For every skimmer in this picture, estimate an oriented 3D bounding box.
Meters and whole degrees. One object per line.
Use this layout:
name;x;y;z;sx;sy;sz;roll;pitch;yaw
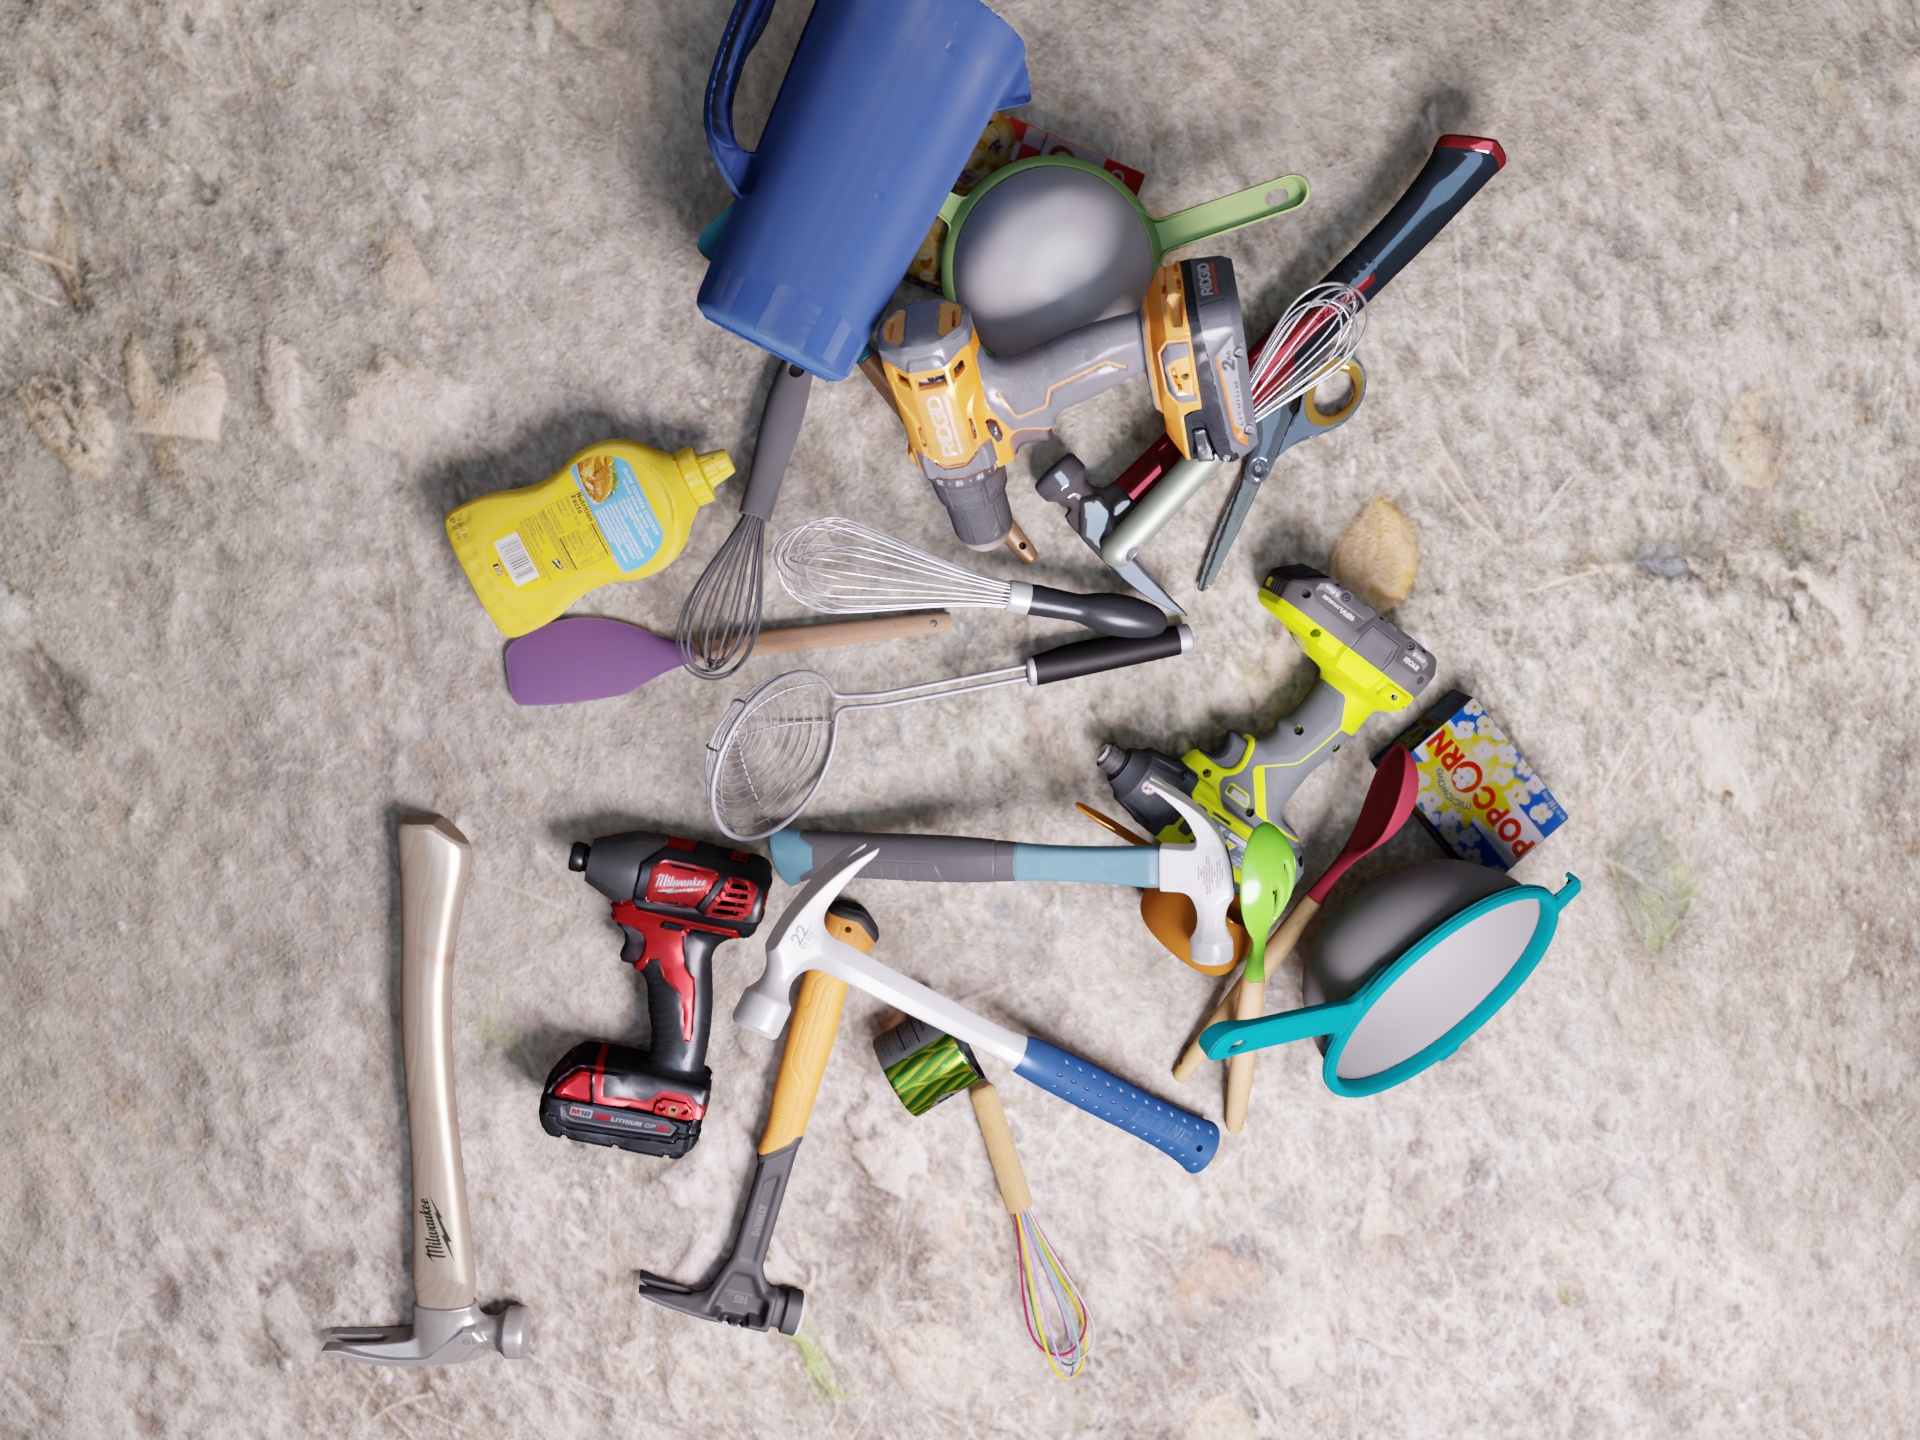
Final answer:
skimmer;-0.002;-0.004;1.120;0.363;0.090;0.127;-12;133;-7

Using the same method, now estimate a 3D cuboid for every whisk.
whisk;0.183;-0.199;1.082;0.246;0.057;0.059;-47;63;9
whisk;-0.145;-0.143;1.098;0.055;0.055;0.239;17;88;-9
whisk;0.053;0.391;1.222;0.047;0.051;0.245;-21;98;-24
whisk;0.009;-0.092;1.107;0.284;0.070;0.070;9;99;-10

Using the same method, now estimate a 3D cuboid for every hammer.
hammer;-0.393;0.273;1.152;0.146;0.038;0.410;0;99;-5
hammer;0.026;0.100;1.122;0.331;0.033;0.128;1;98;11
hammer;0.238;-0.248;1.112;0.386;0.038;0.143;-44;96;6
hammer;-0.136;0.292;1.184;0.127;0.034;0.337;16;97;-10
hammer;0.036;0.227;1.134;0.405;0.035;0.144;32;78;-27

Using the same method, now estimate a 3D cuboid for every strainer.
strainer;0.114;-0.313;1.046;0.256;0.069;0.151;-18;102;0
strainer;0.273;0.173;1.122;0.340;0.095;0.211;-3;131;-37

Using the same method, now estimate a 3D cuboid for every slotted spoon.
slotted spoon;0.209;0.197;1.137;0.031;0.070;0.313;20;135;24

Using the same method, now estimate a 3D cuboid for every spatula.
spatula;-0.163;-0.055;1.130;0.316;0.018;0.060;-6;96;-4
spatula;-0.048;-0.230;1.100;0.082;0.044;0.317;-41;102;-1

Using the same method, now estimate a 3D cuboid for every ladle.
ladle;0.245;0.151;1.170;0.031;0.069;0.315;29;110;-7

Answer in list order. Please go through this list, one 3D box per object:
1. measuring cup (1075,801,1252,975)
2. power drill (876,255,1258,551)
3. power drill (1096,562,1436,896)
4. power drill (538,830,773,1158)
measuring cup;0.140;0.123;1.155;0.173;0.095;0.052;34;104;-12
power drill;0.075;-0.198;1.034;0.226;0.084;0.185;-8;136;11
power drill;0.220;0.004;1.153;0.171;0.080;0.223;35;97;-12
power drill;-0.226;0.188;1.137;0.143;0.078;0.219;14;95;-8
